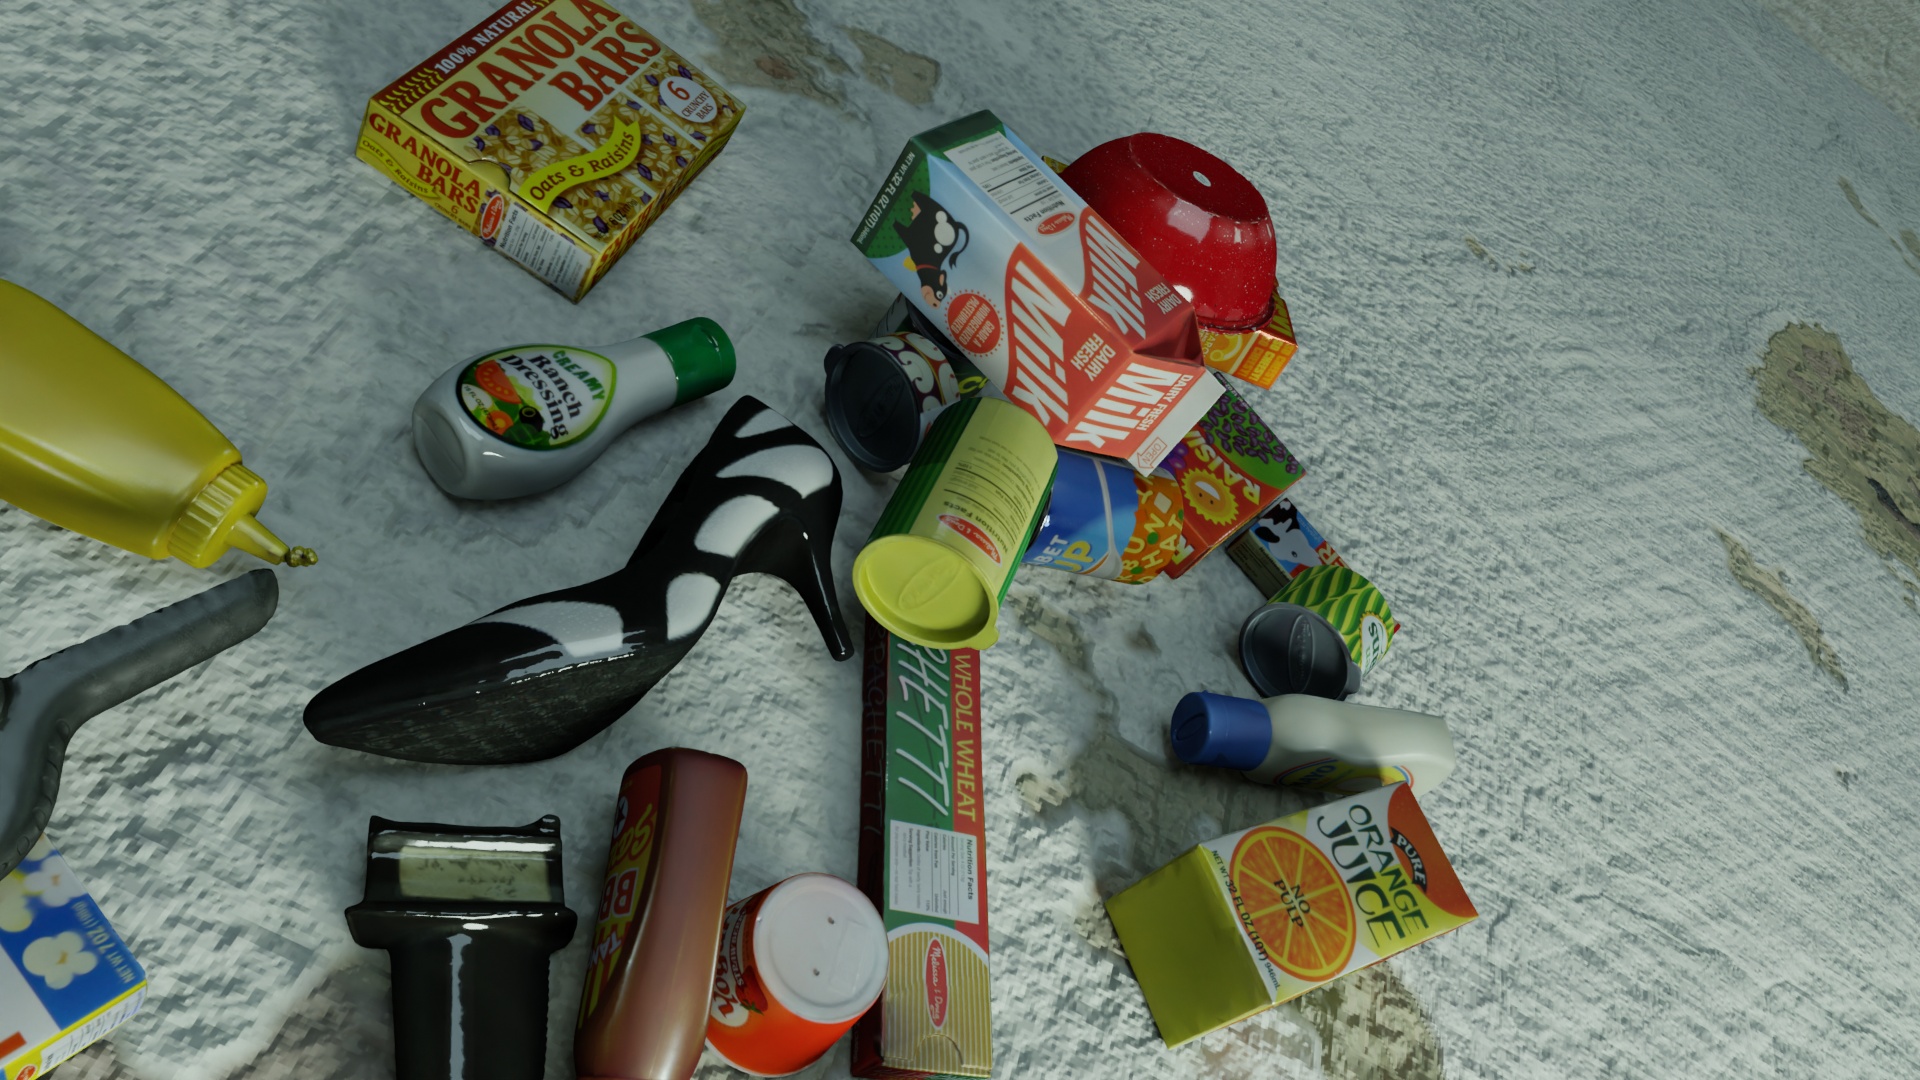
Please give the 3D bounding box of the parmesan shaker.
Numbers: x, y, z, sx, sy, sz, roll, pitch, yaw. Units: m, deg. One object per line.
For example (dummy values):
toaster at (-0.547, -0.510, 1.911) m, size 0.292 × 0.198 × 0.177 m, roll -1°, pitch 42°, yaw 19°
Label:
parmesan shaker at (0.002, -0.008, 0.632) m, size 0.071 × 0.071 × 0.103 m, roll 35°, pitch 45°, yaw -8°

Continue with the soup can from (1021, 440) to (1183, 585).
soup can at (0.063, -0.012, 0.721) m, size 0.084 × 0.071 × 0.071 m, roll 12°, pitch 52°, yaw -28°

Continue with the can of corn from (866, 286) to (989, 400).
can of corn at (-0.011, -0.100, 0.739) m, size 0.071 × 0.058 × 0.071 m, roll 18°, pitch 49°, yaw -23°

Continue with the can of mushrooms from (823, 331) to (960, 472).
can of mushrooms at (-0.035, -0.072, 0.695) m, size 0.033 × 0.070 × 0.071 m, roll -23°, pitch 73°, yaw -43°

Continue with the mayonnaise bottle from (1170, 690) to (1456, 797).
mayonnaise bottle at (0.180, 0.105, 0.717) m, size 0.148 × 0.064 × 0.041 m, roll 11°, pitch 57°, yaw -23°

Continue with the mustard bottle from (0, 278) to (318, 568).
mustard bottle at (-0.304, -0.031, 0.493) m, size 0.160 × 0.048 × 0.066 m, roll 34°, pitch 46°, yaw -10°

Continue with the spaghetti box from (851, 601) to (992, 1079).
spaghetti box at (-0.016, 0.105, 0.603) m, size 0.050 × 0.028 × 0.251 m, roll 17°, pitch 50°, yaw -23°

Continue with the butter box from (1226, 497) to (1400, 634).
butter box at (0.208, 0.028, 0.818) m, size 0.103 × 0.024 × 0.053 m, roll 50°, pitch 46°, yaw 7°

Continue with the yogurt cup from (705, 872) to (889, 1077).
yogurt cup at (-0.062, 0.158, 0.515) m, size 0.072 × 0.053 × 0.073 m, roll 18°, pitch 50°, yaw -24°

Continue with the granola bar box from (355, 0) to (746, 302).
granola bar box at (-0.200, -0.210, 0.704) m, size 0.124 × 0.039 × 0.166 m, roll 34°, pitch 45°, yaw -9°

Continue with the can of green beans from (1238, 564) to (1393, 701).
can of green beans at (0.195, 0.054, 0.761) m, size 0.071 × 0.071 × 0.058 m, roll 51°, pitch 45°, yaw 8°

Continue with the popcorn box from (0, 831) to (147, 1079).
popcorn box at (-0.308, 0.107, 0.394) m, size 0.127 × 0.038 × 0.085 m, roll 50°, pitch 45°, yaw 7°

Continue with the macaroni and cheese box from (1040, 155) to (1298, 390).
macaroni and cheese box at (0.121, -0.168, 0.865) m, size 0.166 × 0.040 × 0.124 m, roll 19°, pitch 37°, yaw -15°

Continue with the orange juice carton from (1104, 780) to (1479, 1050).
orange juice carton at (0.170, 0.168, 0.653) m, size 0.193 × 0.072 × 0.072 m, roll -5°, pitch 61°, yaw -38°

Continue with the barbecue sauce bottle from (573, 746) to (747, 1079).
barbecue sauce bottle at (-0.108, 0.151, 0.485) m, size 0.044 × 0.064 × 0.149 m, roll 19°, pitch 58°, yaw -23°

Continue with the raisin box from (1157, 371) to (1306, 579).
raisin box at (0.136, -0.040, 0.810) m, size 0.086 × 0.040 × 0.124 m, roll 51°, pitch 44°, yaw 8°

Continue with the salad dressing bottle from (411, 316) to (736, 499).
salad dressing bottle at (-0.166, -0.064, 0.616) m, size 0.064 × 0.043 × 0.148 m, roll 51°, pitch 45°, yaw 9°

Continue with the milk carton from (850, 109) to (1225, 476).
milk carton at (0.044, -0.119, 0.694) m, size 0.191 × 0.072 × 0.074 m, roll 45°, pitch 42°, yaw 7°
